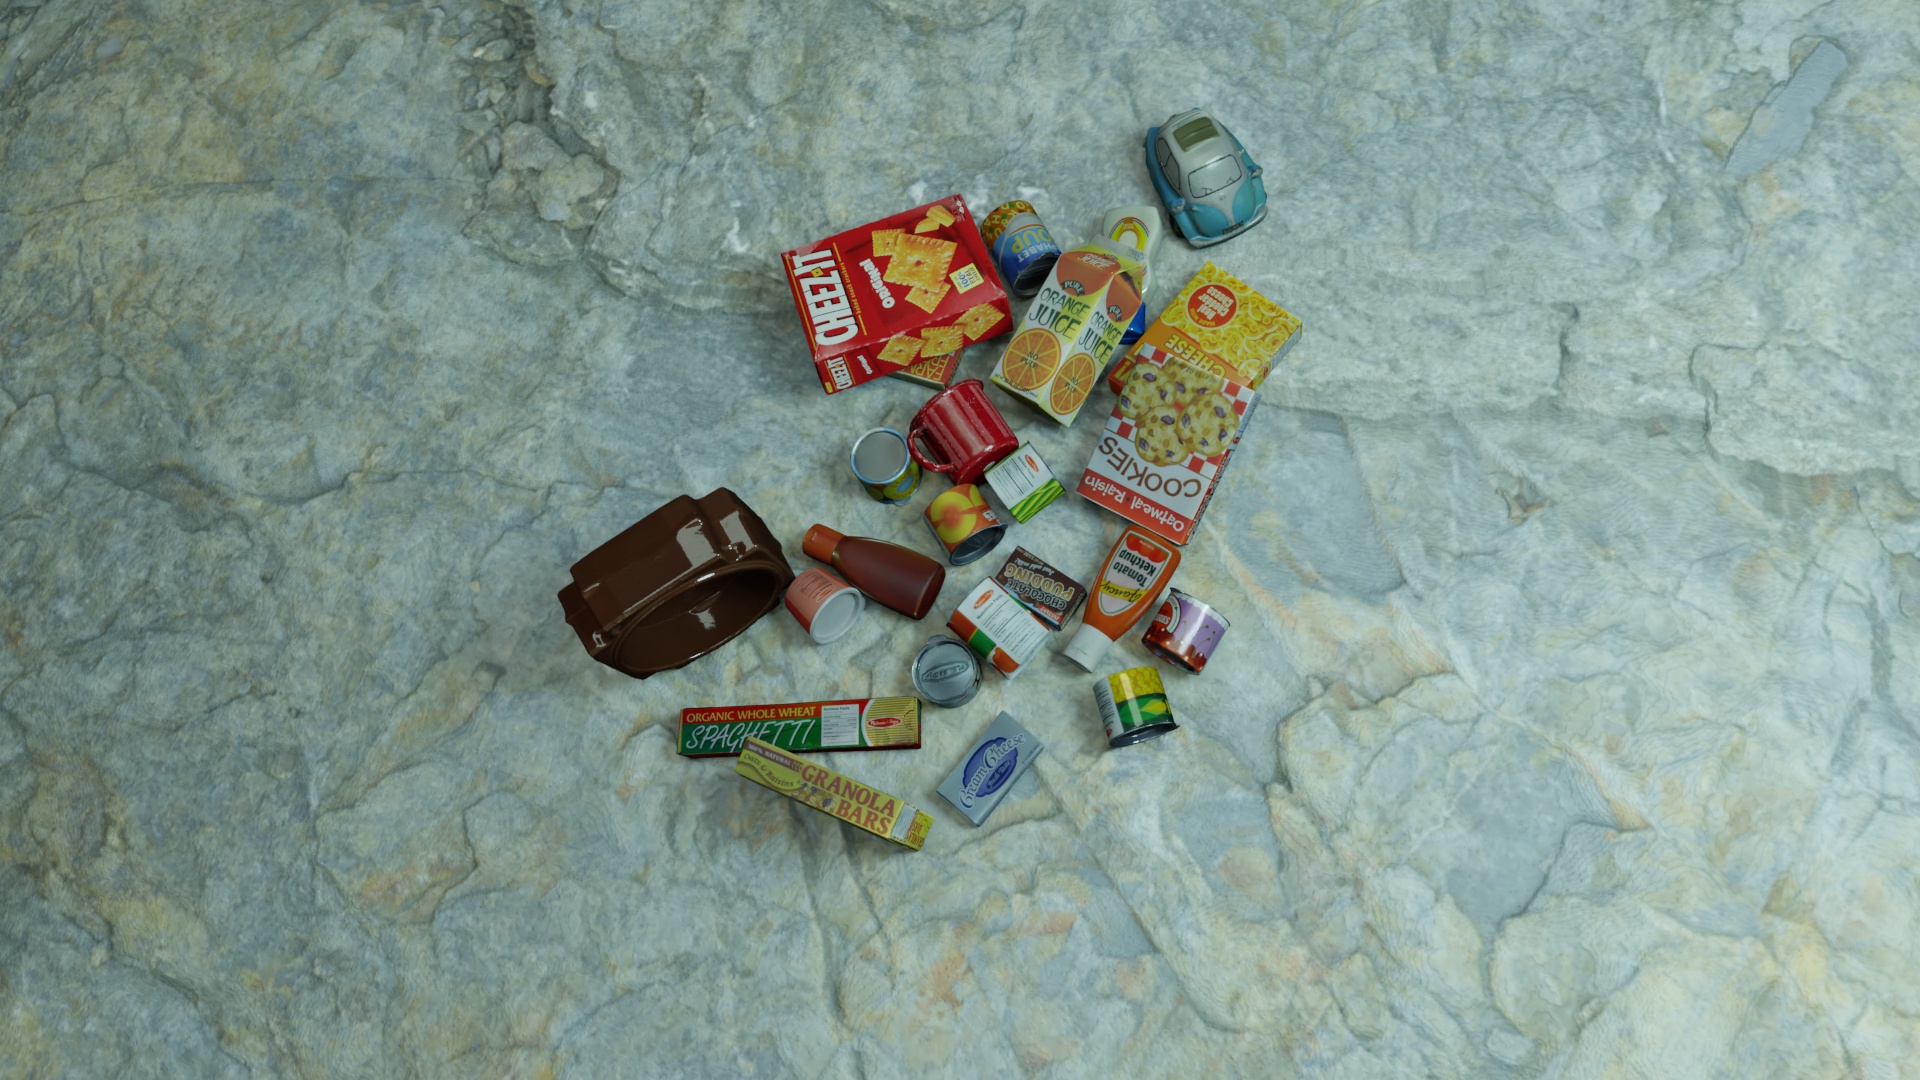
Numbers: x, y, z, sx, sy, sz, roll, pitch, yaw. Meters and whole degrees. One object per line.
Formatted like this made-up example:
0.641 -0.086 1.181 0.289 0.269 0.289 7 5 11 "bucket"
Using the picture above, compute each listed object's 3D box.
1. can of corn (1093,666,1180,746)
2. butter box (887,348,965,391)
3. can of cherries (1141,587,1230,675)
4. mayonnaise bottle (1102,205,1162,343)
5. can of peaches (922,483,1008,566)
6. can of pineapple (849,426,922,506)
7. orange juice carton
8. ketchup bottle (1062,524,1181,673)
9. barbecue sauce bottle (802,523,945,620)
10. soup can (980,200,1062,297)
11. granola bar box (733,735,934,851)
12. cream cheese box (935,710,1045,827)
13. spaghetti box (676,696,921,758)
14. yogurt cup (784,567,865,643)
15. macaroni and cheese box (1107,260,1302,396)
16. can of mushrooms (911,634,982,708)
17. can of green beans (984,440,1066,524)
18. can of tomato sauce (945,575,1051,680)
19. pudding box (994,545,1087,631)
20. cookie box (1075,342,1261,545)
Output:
0.167 0.157 1.321 0.071 0.071 0.058 -18 69 5 "can of corn"
-0.052 -0.200 1.512 0.103 0.024 0.053 17 76 17 "butter box"
0.214 0.087 1.333 0.071 0.071 0.058 30 81 19 "can of cherries"
0.182 -0.284 1.484 0.065 0.041 0.148 -1 72 16 "mayonnaise bottle"
0.005 -0.018 1.415 0.071 0.071 0.058 -33 67 -1 "can of peaches"
-0.077 -0.078 1.457 0.071 0.057 0.071 -4 71 10 "can of pineapple"
0.118 -0.223 1.432 0.072 0.073 0.192 32 92 35 "orange juice carton"
0.155 0.060 1.369 0.065 0.043 0.149 30 80 19 "ketchup bottle"
-0.093 0.026 1.432 0.149 0.043 0.065 24 77 19 "barbecue sauce bottle"
0.069 -0.318 1.503 0.071 0.071 0.084 -28 68 1 "soup can"
-0.119 0.243 1.318 0.166 0.124 0.039 19 77 17 "granola bar box"
0.030 0.222 1.348 0.053 0.024 0.104 38 82 21 "cream cheese box"
-0.162 0.189 1.397 0.250 0.028 0.050 -4 71 10 "spaghetti box"
-0.142 0.064 1.419 0.054 0.072 0.072 37 82 29 "yogurt cup"
0.252 -0.191 1.437 0.124 0.040 0.166 39 83 21 "macaroni and cheese box"
-0.013 0.131 1.384 0.071 0.033 0.071 -4 71 11 "can of mushrooms"
0.066 -0.059 1.414 0.058 0.071 0.071 -37 68 5 "can of green beans"
0.038 0.087 1.367 0.083 0.071 0.071 41 83 11 "can of tomato sauce"
0.079 0.048 1.396 0.084 0.030 0.050 33 81 20 "pudding box"
0.206 -0.095 1.383 0.123 0.040 0.167 28 101 21 "cookie box"
